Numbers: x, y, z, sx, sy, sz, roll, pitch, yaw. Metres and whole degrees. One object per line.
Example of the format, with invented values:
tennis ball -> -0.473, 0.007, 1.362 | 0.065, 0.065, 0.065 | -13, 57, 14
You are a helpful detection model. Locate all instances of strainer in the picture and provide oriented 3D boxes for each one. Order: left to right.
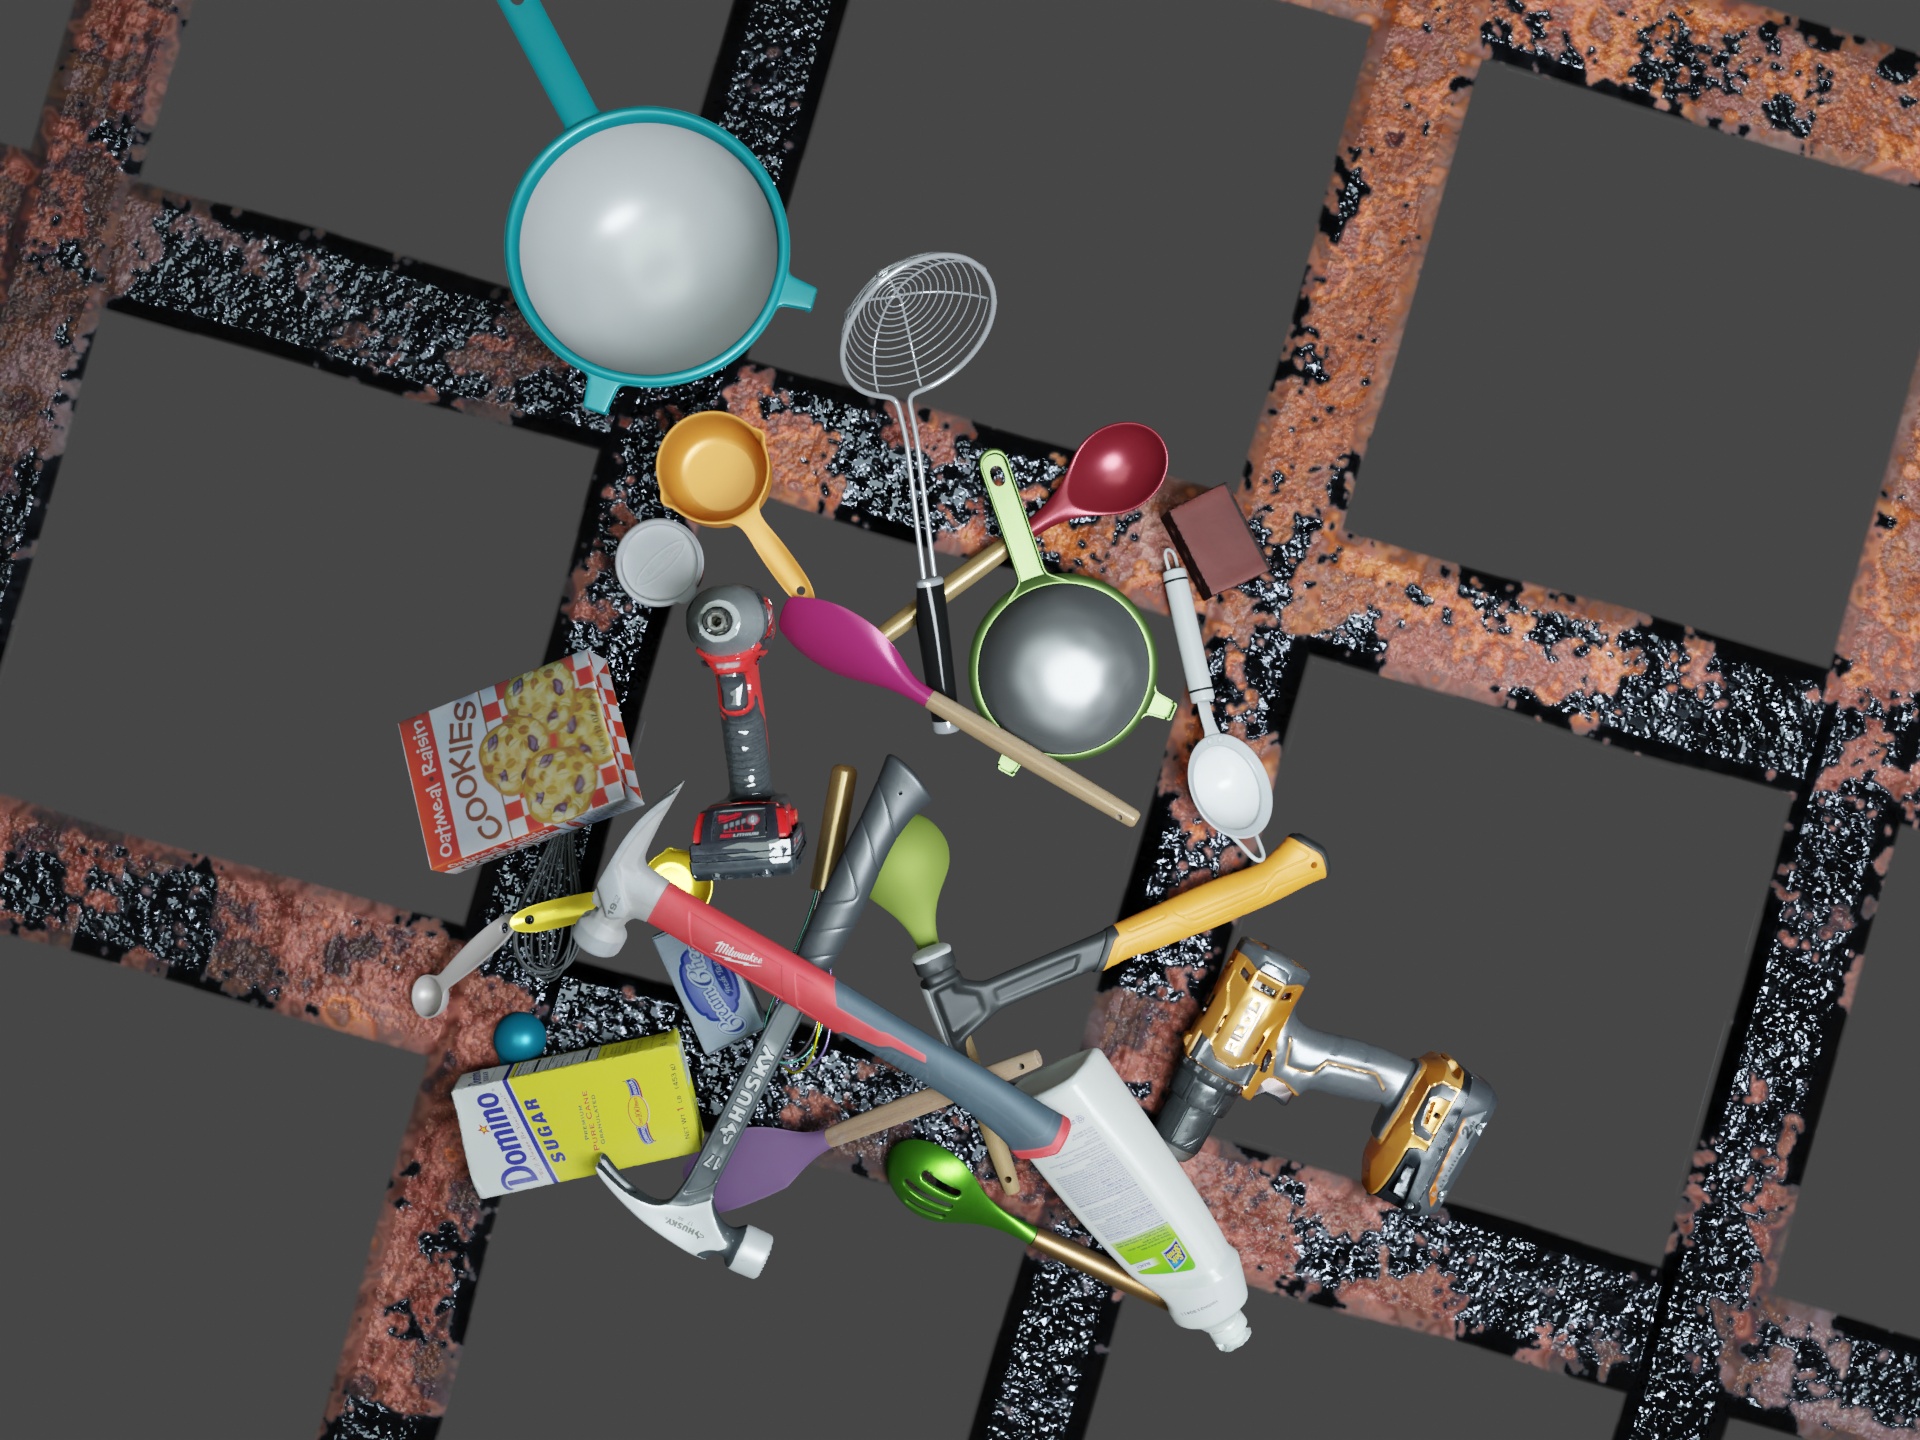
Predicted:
strainer -> -0.265, -0.408, 1.224 | 0.211, 0.095, 0.340 | -28, 88, -3
strainer -> 0.065, -0.086, 1.224 | 0.151, 0.069, 0.256 | -19, 100, 1
strainer -> 0.192, -0.012, 1.258 | 0.087, 0.050, 0.258 | -7, 83, -37

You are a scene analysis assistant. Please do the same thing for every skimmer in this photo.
skimmer -> -0.017, -0.161, 1.192 | 0.127, 0.090, 0.363 | -15, 107, -28

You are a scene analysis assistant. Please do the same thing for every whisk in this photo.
whisk -> -0.313, 0.085, 1.250 | 0.055, 0.055, 0.239 | 7, 85, -1
whisk -> -0.115, 0.155, 1.255 | 0.051, 0.047, 0.245 | 11, 86, -13

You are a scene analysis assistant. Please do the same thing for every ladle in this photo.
ladle -> -0.009, 0.224, 1.260 | 0.078, 0.062, 0.320 | -19, 97, 0
ladle -> 0.029, -0.131, 1.262 | 0.315, 0.031, 0.069 | -35, 95, 1

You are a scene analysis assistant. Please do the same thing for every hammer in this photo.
hammer -> -0.132, 0.213, 1.202 | 0.149, 0.036, 0.409 | 26, 93, -6
hammer -> -0.082, 0.195, 1.152 | 0.386, 0.038, 0.143 | 31, 107, -3
hammer -> 0.137, 0.176, 1.240 | 0.337, 0.034, 0.127 | -22, 99, -8

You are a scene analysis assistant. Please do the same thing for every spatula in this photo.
spatula -> -0.080, 0.311, 1.225 | 0.316, 0.018, 0.060 | -24, 90, 17

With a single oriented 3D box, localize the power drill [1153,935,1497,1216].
power drill -> 0.275, 0.299, 1.242 | 0.226, 0.084, 0.185 | 29, 92, 3

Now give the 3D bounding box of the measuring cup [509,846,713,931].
measuring cup -> -0.271, 0.139, 1.235 | 0.156, 0.029, 0.062 | -12, 91, -18

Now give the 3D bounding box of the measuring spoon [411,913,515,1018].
measuring spoon -> -0.383, 0.190, 1.244 | 0.124, 0.018, 0.034 | -41, 68, 17

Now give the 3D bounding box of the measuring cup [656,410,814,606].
measuring cup -> -0.166, -0.160, 1.247 | 0.095, 0.052, 0.173 | -36, 92, -1

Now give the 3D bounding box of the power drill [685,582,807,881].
power drill -> -0.167, 0.005, 1.202 | 0.078, 0.143, 0.219 | -4, 92, 0

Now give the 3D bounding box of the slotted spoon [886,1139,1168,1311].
slotted spoon -> 0.082, 0.418, 1.260 | 0.313, 0.031, 0.070 | 26, 116, -4

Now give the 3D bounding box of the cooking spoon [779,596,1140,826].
cooking spoon -> -0.002, -0.004, 1.225 | 0.319, 0.068, 0.017 | 30, 45, 3

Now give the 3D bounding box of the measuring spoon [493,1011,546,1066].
measuring spoon -> -0.364, 0.294, 1.257 | 0.042, 0.021, 0.128 | 18, 89, -1
